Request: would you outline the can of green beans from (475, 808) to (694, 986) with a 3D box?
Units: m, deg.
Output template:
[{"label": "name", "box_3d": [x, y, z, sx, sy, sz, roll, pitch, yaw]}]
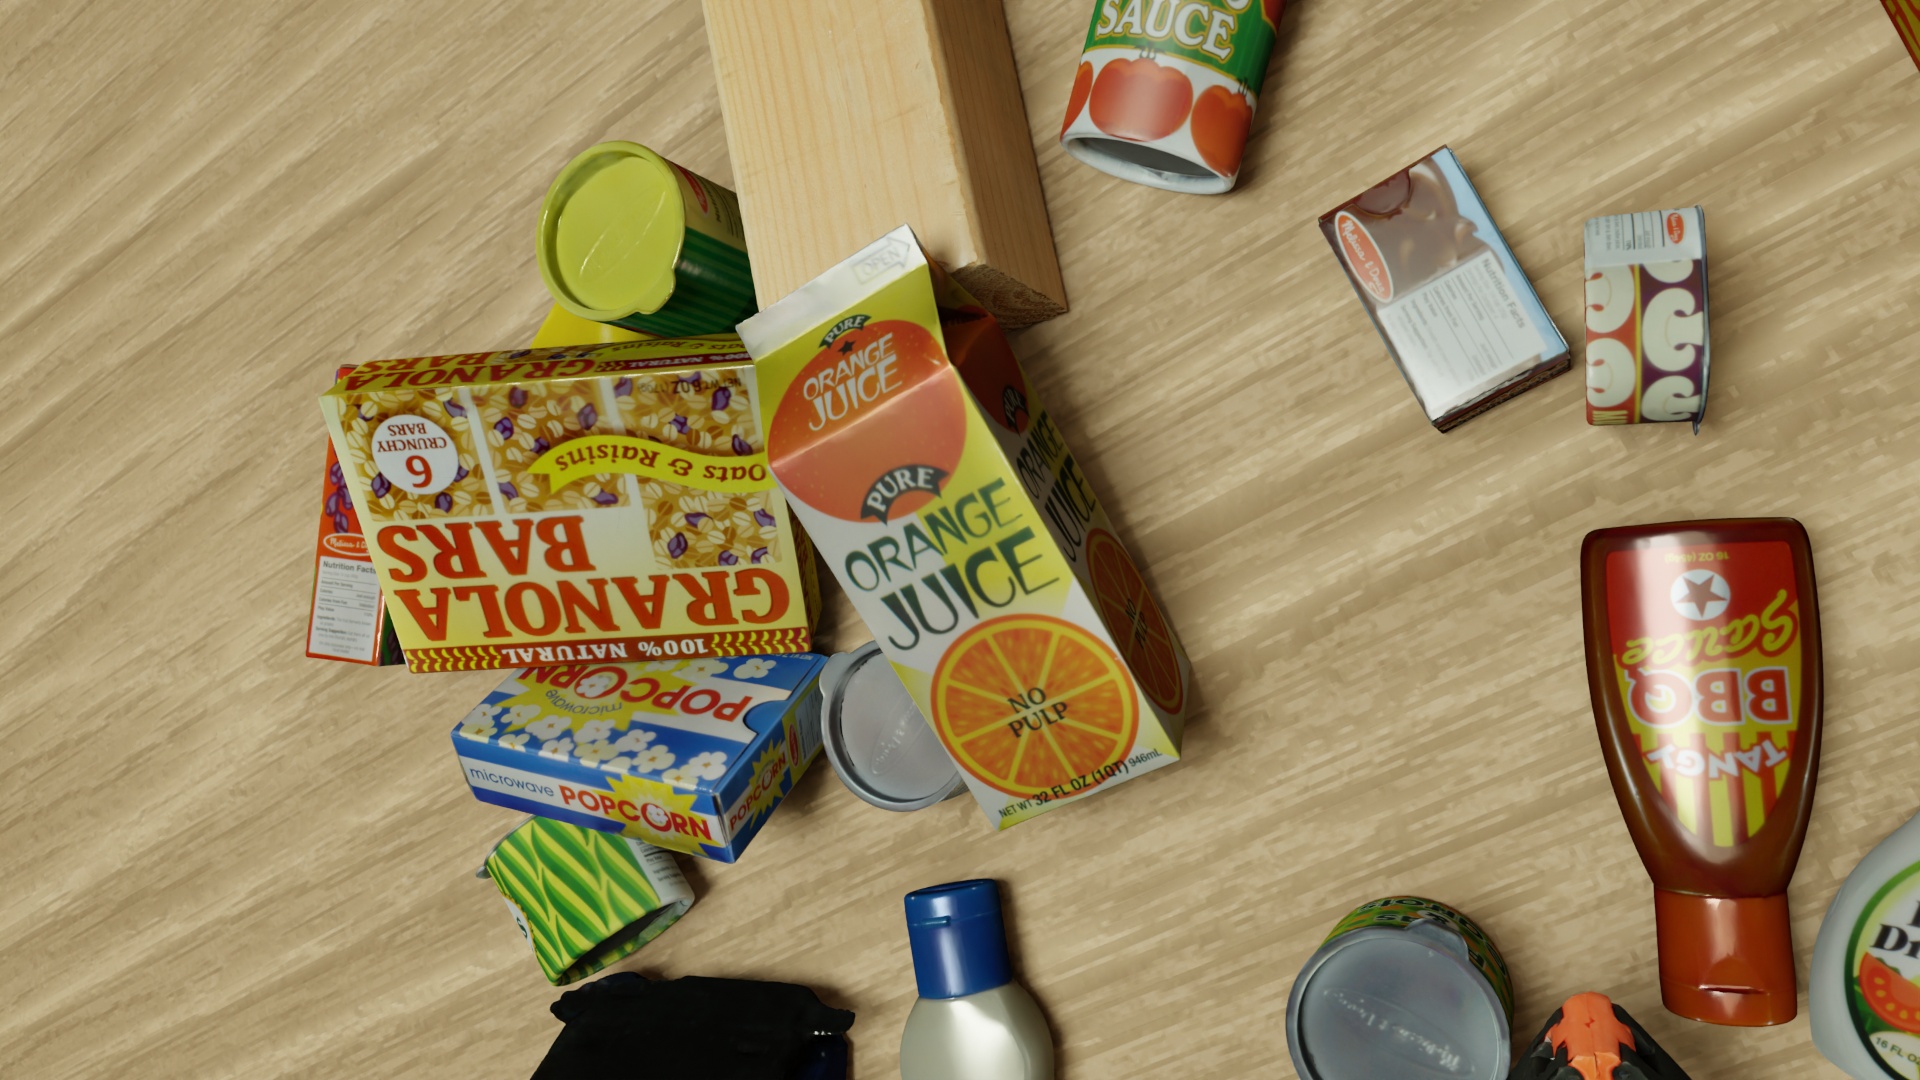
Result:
[{"label": "can of green beans", "box_3d": [-0.152, 0.141, 0.572, 0.071, 0.071, 0.058, -40, 73, 16]}]

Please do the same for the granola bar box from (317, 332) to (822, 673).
[{"label": "granola bar box", "box_3d": [-0.145, -0.013, 0.540, 0.165, 0.039, 0.123, -3, 118, 6]}]

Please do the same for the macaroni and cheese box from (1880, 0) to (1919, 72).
[{"label": "macaroni and cheese box", "box_3d": [0.262, -0.229, 0.386, 0.040, 0.124, 0.166, -24, 78, 22]}]

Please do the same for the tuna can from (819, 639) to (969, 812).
[{"label": "tuna can", "box_3d": [-0.019, 0.068, 0.537, 0.071, 0.033, 0.071, -1, 86, 23]}]

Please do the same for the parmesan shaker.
[{"label": "parmesan shaker", "box_3d": [-0.105, -0.107, 0.548, 0.071, 0.103, 0.071, -2, 86, 24]}]

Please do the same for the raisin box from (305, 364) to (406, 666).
[{"label": "raisin box", "box_3d": [-0.234, -0.010, 0.606, 0.040, 0.086, 0.123, 6, 90, 18]}]

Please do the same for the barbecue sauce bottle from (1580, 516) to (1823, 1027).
[{"label": "barbecue sauce bottle", "box_3d": [0.229, 0.068, 0.425, 0.065, 0.044, 0.148, -4, 85, 22]}]

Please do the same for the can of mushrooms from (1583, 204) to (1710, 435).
[{"label": "can of mushrooms", "box_3d": [0.211, -0.066, 0.430, 0.033, 0.071, 0.071, -1, 86, 23]}]

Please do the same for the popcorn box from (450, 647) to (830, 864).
[{"label": "popcorn box", "box_3d": [-0.123, 0.074, 0.551, 0.127, 0.085, 0.038, 7, 124, 24]}]

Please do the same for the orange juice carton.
[{"label": "orange juice carton", "box_3d": [0.002, -0.006, 0.470, 0.071, 0.073, 0.192, -26, 103, 20]}]

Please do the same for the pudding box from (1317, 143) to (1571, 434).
[{"label": "pudding box", "box_3d": [0.164, -0.084, 0.470, 0.049, 0.030, 0.084, -30, 75, 20]}]

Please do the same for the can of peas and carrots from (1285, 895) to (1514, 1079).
[{"label": "can of peas and carrots", "box_3d": [0.144, 0.150, 0.447, 0.071, 0.059, 0.071, -2, 86, 23]}]

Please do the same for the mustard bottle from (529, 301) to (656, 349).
[{"label": "mustard bottle", "box_3d": [-0.158, -0.064, 0.597, 0.065, 0.049, 0.160, 20, 94, 20]}]

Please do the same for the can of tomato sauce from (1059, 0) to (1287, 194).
[{"label": "can of tomato sauce", "box_3d": [0.076, -0.173, 0.492, 0.071, 0.071, 0.083, 17, 94, 23]}]

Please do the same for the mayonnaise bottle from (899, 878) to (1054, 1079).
[{"label": "mayonnaise bottle", "box_3d": [0.009, 0.203, 0.513, 0.064, 0.041, 0.148, -13, 81, 21]}]

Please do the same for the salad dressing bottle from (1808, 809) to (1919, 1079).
[{"label": "salad dressing bottle", "box_3d": [0.295, 0.090, 0.394, 0.064, 0.044, 0.147, 24, 96, 28]}]
